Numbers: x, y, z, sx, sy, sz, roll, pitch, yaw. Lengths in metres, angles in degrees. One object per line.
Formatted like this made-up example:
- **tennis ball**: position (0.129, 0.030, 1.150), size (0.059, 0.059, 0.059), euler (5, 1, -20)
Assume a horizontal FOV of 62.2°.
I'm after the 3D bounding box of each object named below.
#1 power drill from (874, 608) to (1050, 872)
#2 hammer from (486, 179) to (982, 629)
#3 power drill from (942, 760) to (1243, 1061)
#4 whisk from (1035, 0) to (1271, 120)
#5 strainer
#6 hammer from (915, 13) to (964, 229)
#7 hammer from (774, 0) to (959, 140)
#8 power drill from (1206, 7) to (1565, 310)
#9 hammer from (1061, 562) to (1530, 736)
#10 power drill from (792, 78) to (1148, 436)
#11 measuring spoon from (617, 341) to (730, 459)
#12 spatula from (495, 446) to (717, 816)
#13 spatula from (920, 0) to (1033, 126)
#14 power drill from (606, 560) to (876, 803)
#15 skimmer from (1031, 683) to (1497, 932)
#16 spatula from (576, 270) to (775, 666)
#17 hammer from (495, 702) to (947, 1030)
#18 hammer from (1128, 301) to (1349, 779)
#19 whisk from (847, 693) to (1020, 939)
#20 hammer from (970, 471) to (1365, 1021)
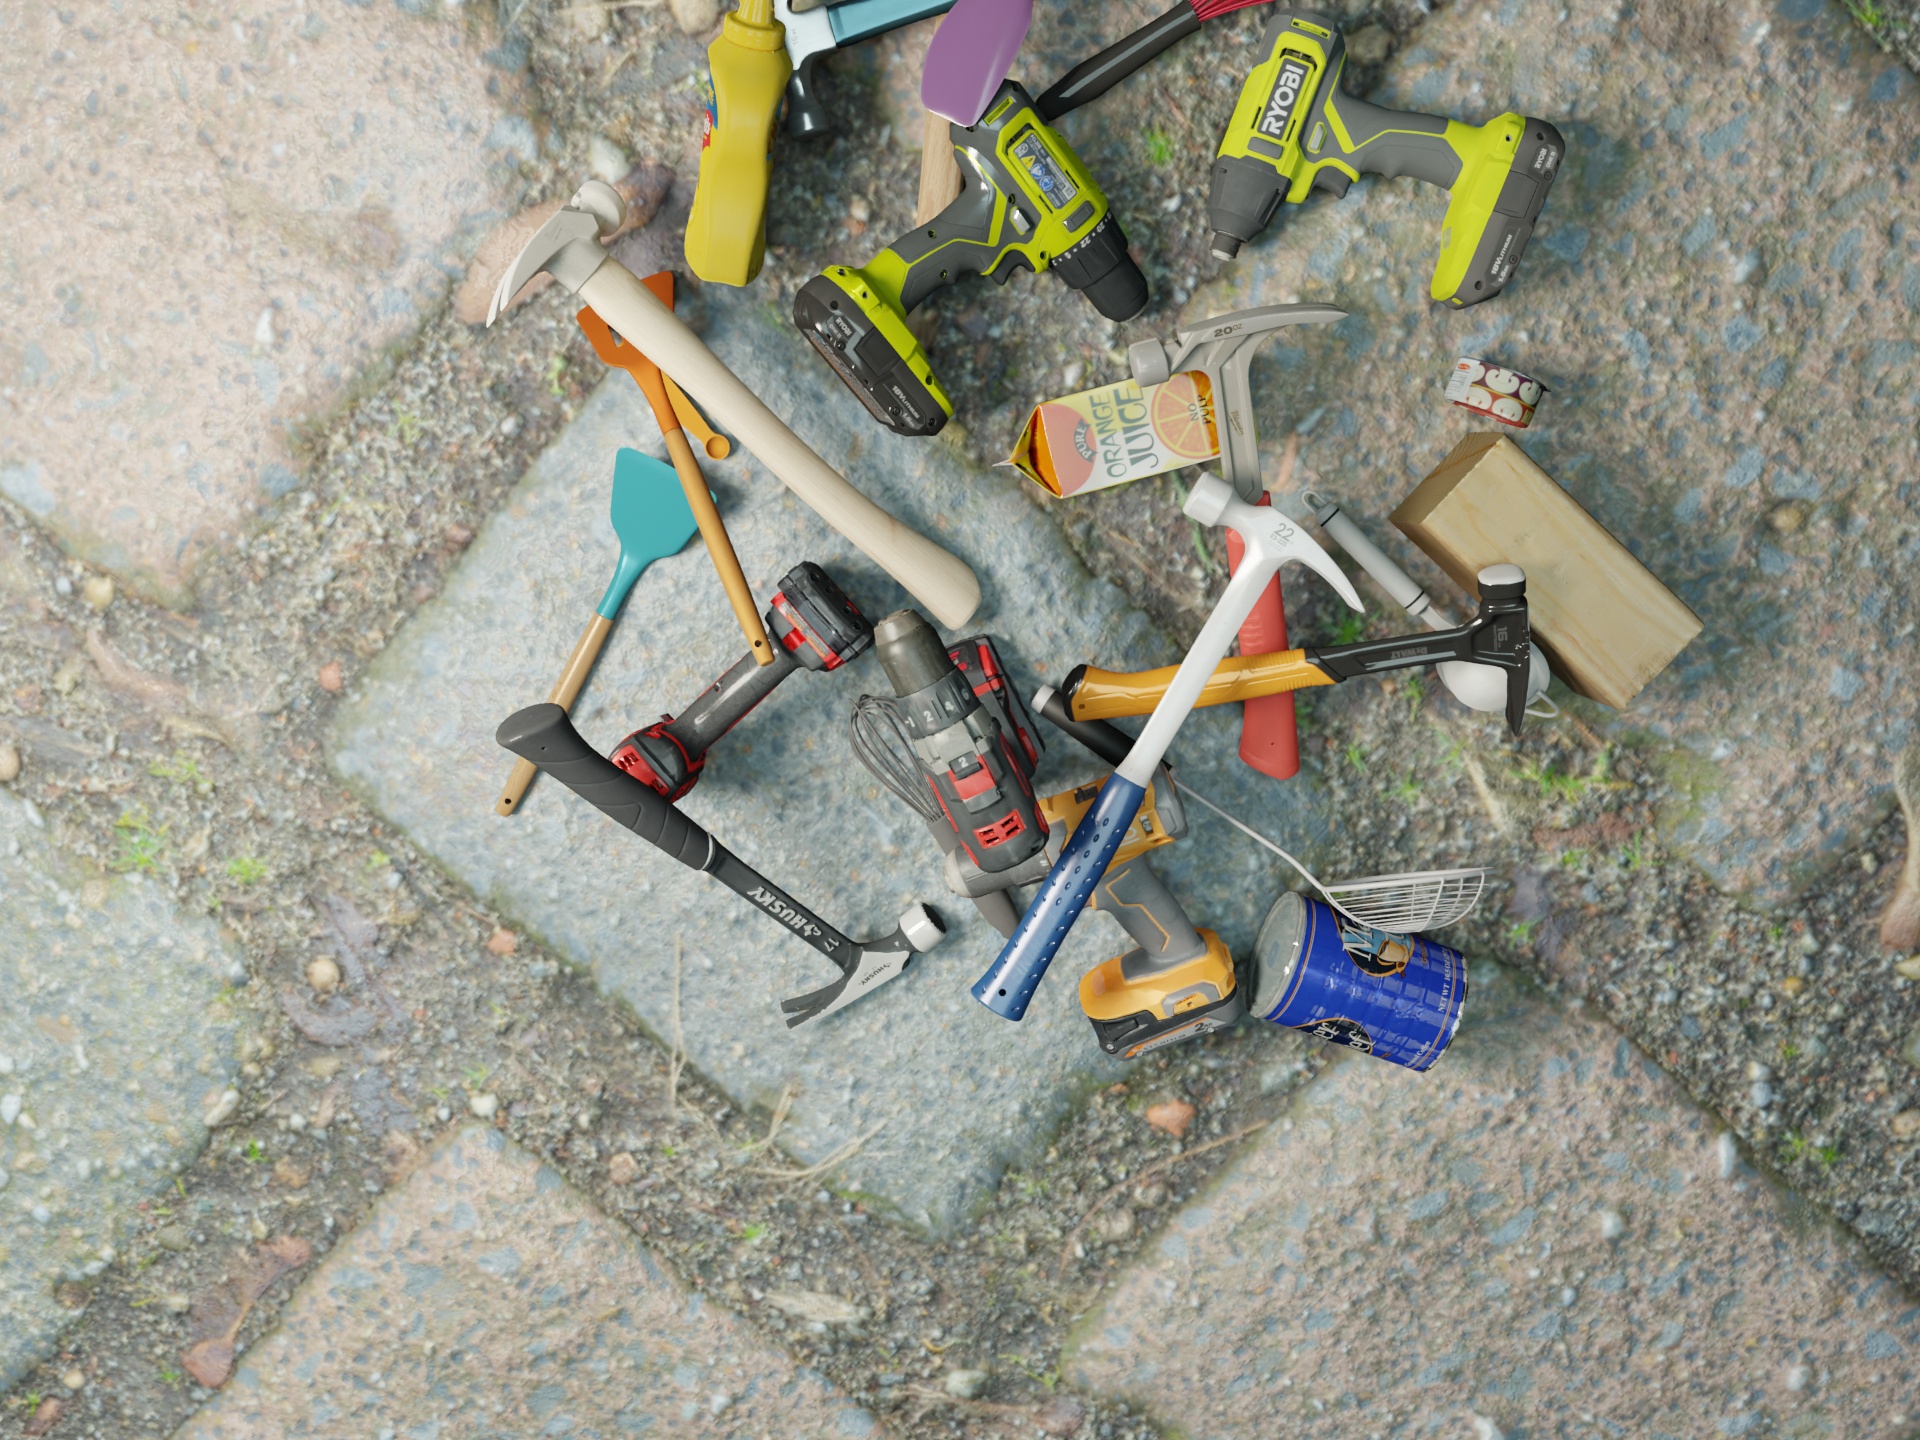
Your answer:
- **power drill**: position (-0.002, -0.004, 1.144), size (0.080, 0.227, 0.188), euler (-27, 100, 6)
- **hammer**: position (-0.145, -0.201, 1.146), size (0.410, 0.146, 0.038), euler (41, 140, -19)
- **power drill**: position (0.105, 0.152, 1.221), size (0.185, 0.084, 0.226), euler (-21, 117, 7)
- **whisk**: position (0.182, -0.513, 1.129), size (0.296, 0.073, 0.073), euler (-30, 99, 12)
- **strainer**: position (0.352, -0.082, 1.210), size (0.258, 0.050, 0.087), euler (45, 143, 2)
- **hammer**: position (-0.002, -0.486, 1.150), size (0.130, 0.031, 0.331), euler (5, 102, 1)
- **hammer**: position (0.021, -0.516, 1.110), size (0.331, 0.033, 0.128), euler (-15, 102, 5)
- **power drill**: position (0.297, -0.387, 1.143), size (0.223, 0.080, 0.171), euler (21, 100, 1)
- **hammer**: position (0.243, -0.030, 1.166), size (0.337, 0.034, 0.127), euler (-7, 117, 9)
- **power drill**: position (0.013, -0.312, 1.141), size (0.228, 0.080, 0.190), euler (-44, 113, -3)
- **measuring spoon**: position (-0.219, -0.244, 1.215), size (0.021, 0.011, 0.117), euler (-43, 94, 8)
- **spatula**: position (-0.291, -0.058, 1.234), size (0.082, 0.044, 0.317), euler (28, 101, -8)
- **spatula**: position (0.063, -0.550, 1.075), size (0.060, 0.018, 0.316), euler (31, 94, 11)
- **power drill**: position (-0.168, -0.019, 1.196), size (0.219, 0.143, 0.078), euler (-42, 93, 2)
- **skimmer**: position (0.227, 0.052, 1.217), size (0.363, 0.127, 0.090), euler (33, 91, 9)
- **spatula**: position (-0.196, -0.184, 1.152), size (0.081, 0.041, 0.323), euler (-24, 79, 3)
- **hammer**: position (-0.179, 0.107, 1.163), size (0.149, 0.036, 0.408), euler (-39, 132, 9)
- **hammer**: position (0.224, -0.120, 1.164), size (0.149, 0.037, 0.358), euler (-12, 117, 2)
- **whisk**: position (-0.019, 0.078, 1.257), size (0.055, 0.055, 0.239), euler (-31, 103, 7)
- **hammer**: position (0.131, 0.036, 1.124), size (0.144, 0.035, 0.405), euler (30, 97, 2)
